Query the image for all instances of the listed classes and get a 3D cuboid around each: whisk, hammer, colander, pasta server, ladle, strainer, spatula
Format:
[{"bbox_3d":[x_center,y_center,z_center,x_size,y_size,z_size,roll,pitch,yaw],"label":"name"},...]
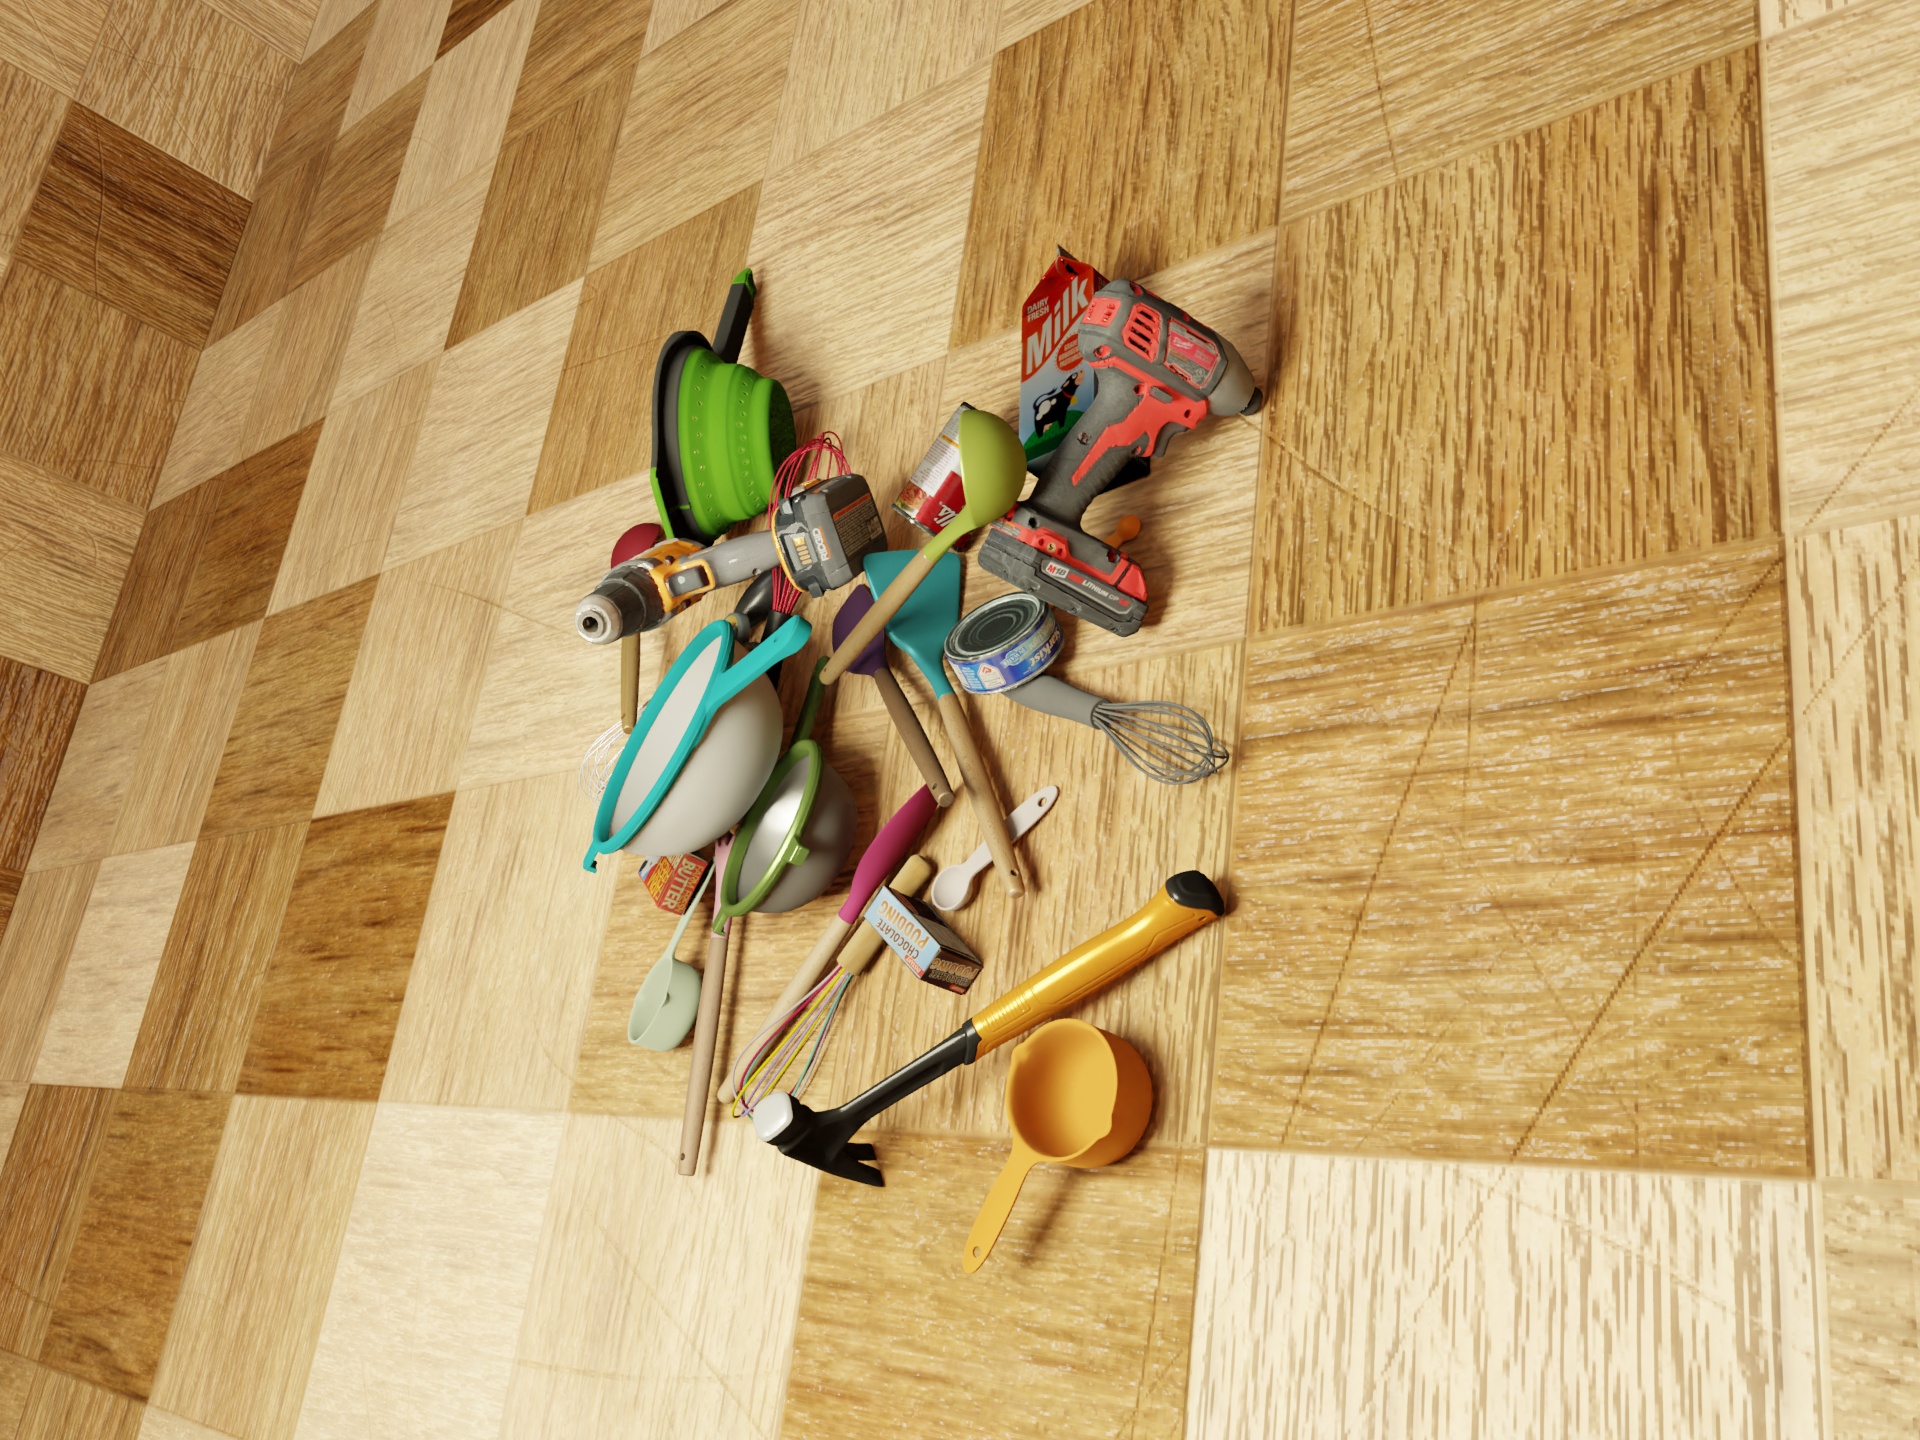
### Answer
[{"bbox_3d":[-0.152,-0.112,1.394,0.073,0.073,0.296,11,85,47],"label":"whisk"},{"bbox_3d":[-0.248,-0.030,1.449,0.284,0.070,0.070,-49,44,8],"label":"whisk"},{"bbox_3d":[0.029,0.202,1.043,0.337,0.127,0.034,-35,47,15],"label":"hammer"},{"bbox_3d":[0.095,-0.003,1.103,0.239,0.055,0.055,23,87,52],"label":"whisk"},{"bbox_3d":[-0.200,-0.314,1.509,0.094,0.204,0.397,-2,47,8],"label":"colander"},{"bbox_3d":[-0.192,0.205,1.284,0.060,0.040,0.316,-14,61,40],"label":"pasta server"},{"bbox_3d":[-0.044,-0.111,1.156,0.320,0.062,0.078,-45,36,49],"label":"ladle"},{"bbox_3d":[-0.116,0.056,1.278,0.151,0.069,0.257,-43,25,45],"label":"strainer"},{"bbox_3d":[-0.097,0.203,1.191,0.245,0.047,0.051,-54,42,5],"label":"whisk"},{"bbox_3d":[-0.002,-0.004,1.186,0.044,0.082,0.318,109,150,-45],"label":"spatula"},{"bbox_3d":[-0.313,-0.095,1.515,0.069,0.031,0.316,-37,37,22],"label":"ladle"},{"bbox_3d":[-0.056,-0.021,1.245,0.059,0.018,0.316,-53,32,15],"label":"spatula"},{"bbox_3d":[-0.172,0.009,1.238,0.340,0.095,0.211,-32,34,51],"label":"strainer"}]

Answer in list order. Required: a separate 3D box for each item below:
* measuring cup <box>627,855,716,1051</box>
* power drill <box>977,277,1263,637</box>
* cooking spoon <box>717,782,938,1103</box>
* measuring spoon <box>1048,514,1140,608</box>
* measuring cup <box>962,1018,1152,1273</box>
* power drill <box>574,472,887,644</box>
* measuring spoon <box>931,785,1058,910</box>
[{"bbox_3d":[-0.224,0.195,1.320,0.083,0.038,0.168,-17,47,61],"label":"measuring cup"},{"bbox_3d":[0.116,-0.178,1.108,0.219,0.143,0.079,-64,27,6],"label":"power drill"},{"bbox_3d":[-0.100,0.170,1.211,0.017,0.068,0.319,39,105,18],"label":"cooking spoon"},{"bbox_3d":[0.088,-0.114,1.189,0.117,0.011,0.021,-40,47,23],"label":"measuring spoon"},{"bbox_3d":[0.058,0.272,0.998,0.095,0.052,0.173,31,95,48],"label":"measuring cup"},{"bbox_3d":[-0.191,-0.123,1.284,0.226,0.084,0.185,-14,14,19],"label":"power drill"},{"bbox_3d":[0.028,0.093,1.147,0.124,0.018,0.034,-44,44,10],"label":"measuring spoon"}]
